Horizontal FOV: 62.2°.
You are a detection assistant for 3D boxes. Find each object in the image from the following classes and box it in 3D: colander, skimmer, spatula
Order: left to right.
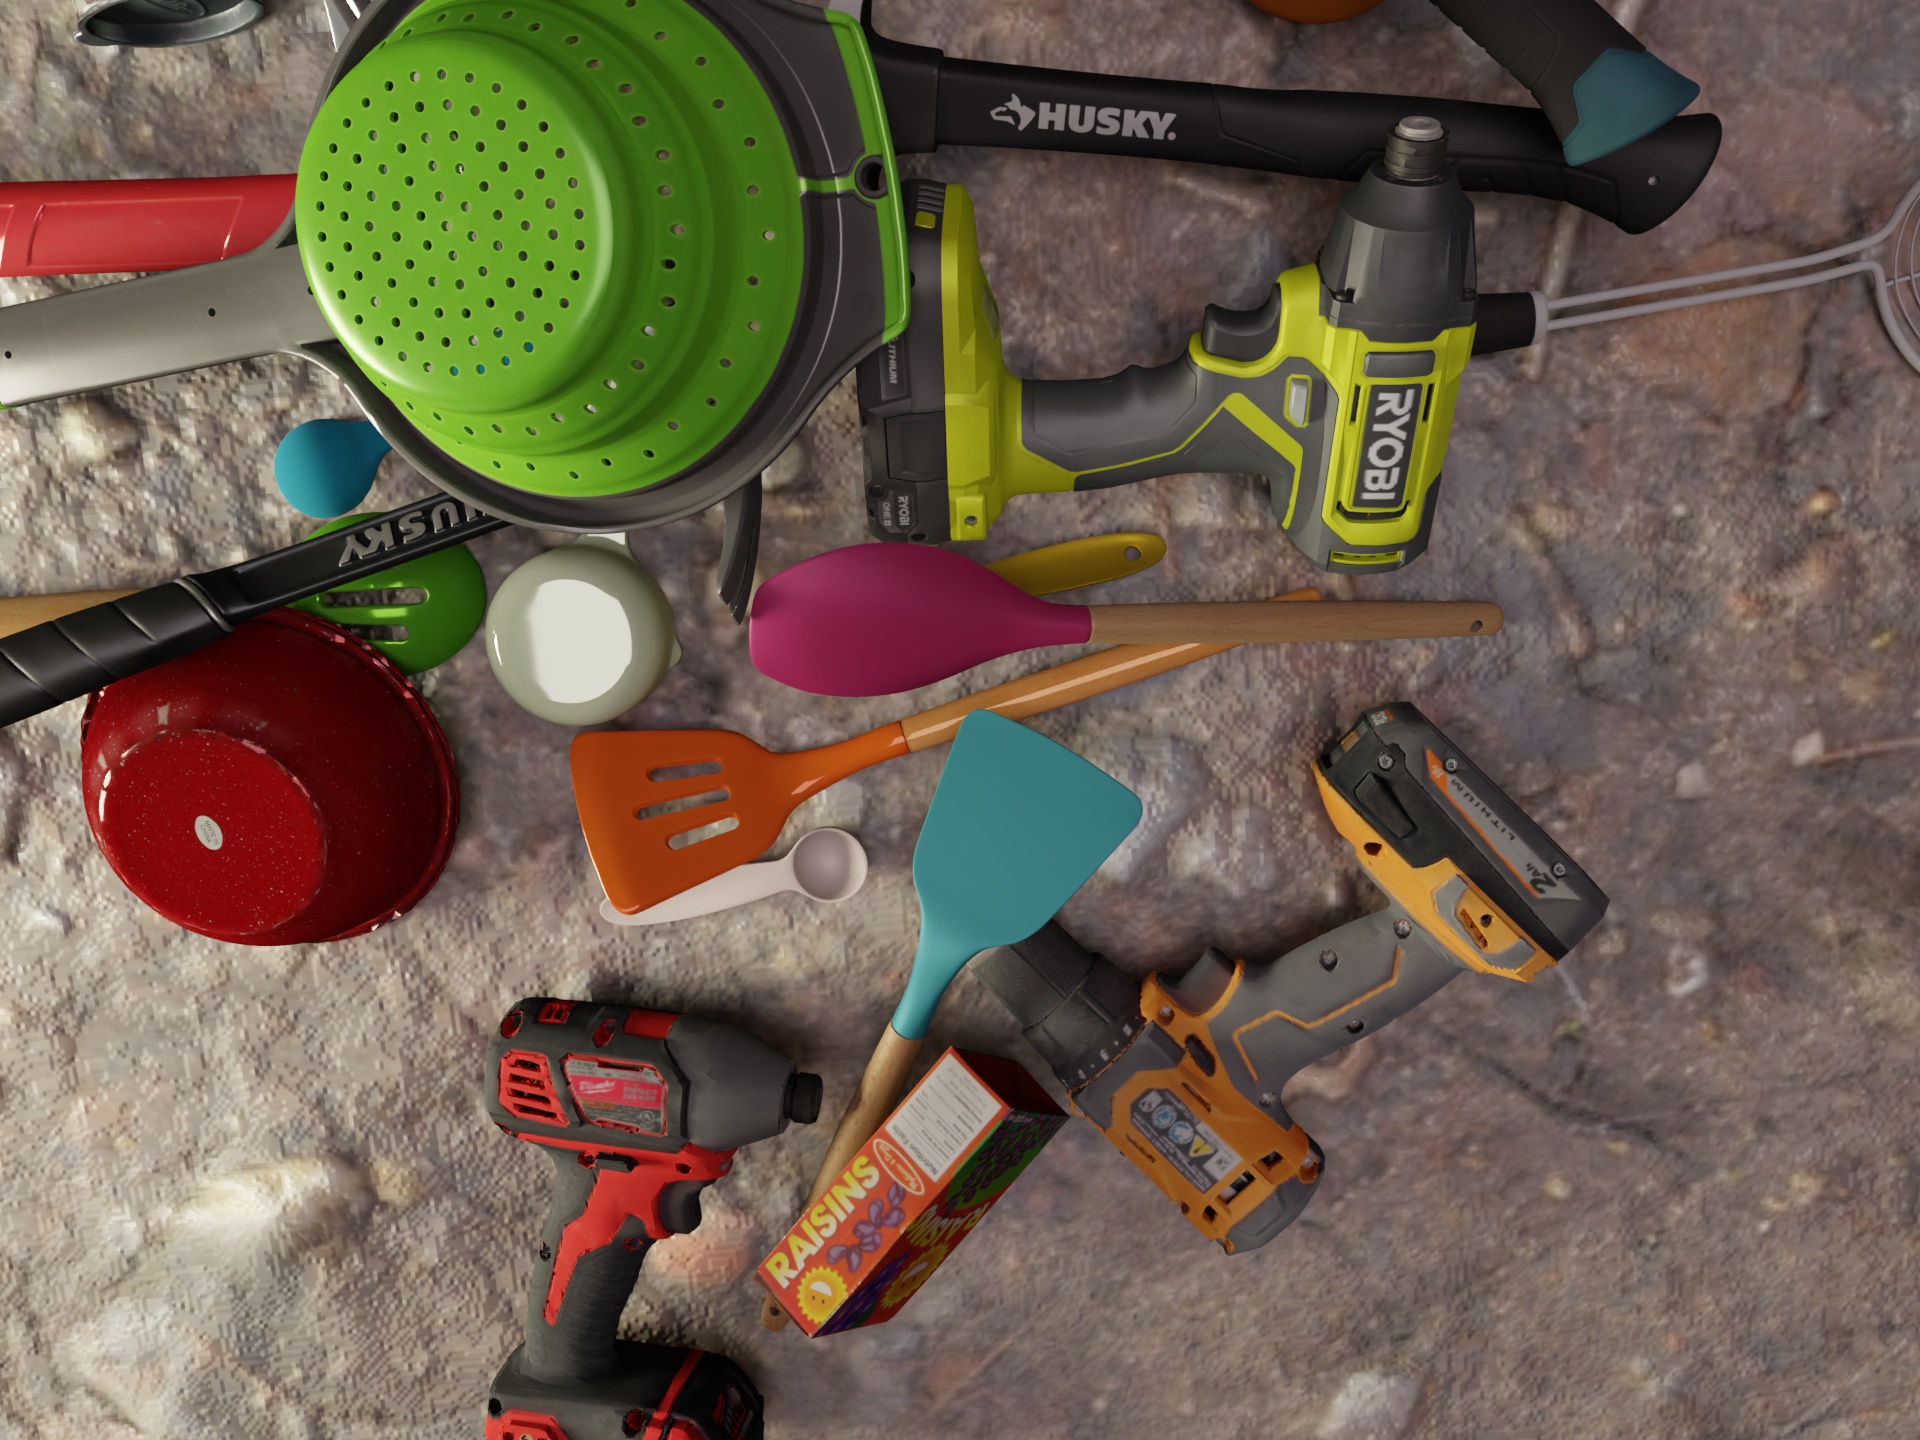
[{"bbox_3d":[-0.220,-0.148,0.535,0.397,0.094,0.204,-7,102,15],"label":"colander"},{"bbox_3d":[-0.025,0.148,0.685,0.082,0.044,0.317,30,115,12],"label":"spatula"},{"bbox_3d":[-0.001,-0.002,0.671,0.322,0.041,0.081,-18,76,1],"label":"spatula"},{"bbox_3d":[0.294,-0.153,0.618,0.363,0.090,0.127,-9,132,3],"label":"skimmer"}]

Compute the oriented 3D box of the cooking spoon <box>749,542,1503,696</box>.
[{"bbox_3d":[0.075,-0.039,0.639,0.318,0.017,0.068,-2,123,-14],"label":"cooking spoon"}]

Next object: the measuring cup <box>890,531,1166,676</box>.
[{"bbox_3d":[0.012,-0.051,0.668,0.156,0.029,0.062,-14,66,-10],"label":"measuring cup"}]

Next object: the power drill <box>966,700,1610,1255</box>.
[{"bbox_3d":[0.128,0.092,0.674,0.185,0.084,0.226,44,103,0],"label":"power drill"}]

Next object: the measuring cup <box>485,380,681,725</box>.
[{"bbox_3d":[-0.149,-0.077,0.655,0.083,0.038,0.167,14,101,-3],"label":"measuring cup"}]

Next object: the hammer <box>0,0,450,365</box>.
[{"bbox_3d":[-0.398,-0.203,0.612,0.386,0.038,0.143,-1,122,2],"label":"hammer"}]

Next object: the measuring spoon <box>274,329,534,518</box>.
[{"bbox_3d":[-0.227,-0.128,0.649,0.128,0.021,0.042,-32,80,3],"label":"measuring spoon"}]

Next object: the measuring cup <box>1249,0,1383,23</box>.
[{"bbox_3d":[0.130,-0.351,0.599,0.095,0.052,0.173,-11,91,2],"label":"measuring cup"}]

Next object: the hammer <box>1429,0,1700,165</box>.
[{"bbox_3d":[0.112,-0.307,0.533,0.331,0.033,0.128,42,108,-2],"label":"hammer"}]

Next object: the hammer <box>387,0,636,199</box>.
[{"bbox_3d":[-0.056,-0.308,0.589,0.331,0.129,0.031,-25,58,-3],"label":"hammer"}]

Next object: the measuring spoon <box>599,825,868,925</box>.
[{"bbox_3d":[-0.099,0.070,0.701,0.124,0.018,0.034,-12,102,9],"label":"measuring spoon"}]

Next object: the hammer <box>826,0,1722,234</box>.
[{"bbox_3d":[0.109,-0.226,0.591,0.335,0.035,0.146,6,128,2],"label":"hammer"}]

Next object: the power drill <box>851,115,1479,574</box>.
[{"bbox_3d":[0.075,-0.138,0.598,0.223,0.080,0.171,0,131,2],"label":"power drill"}]

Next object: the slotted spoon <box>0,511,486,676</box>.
[{"bbox_3d":[-0.359,-0.043,0.667,0.314,0.031,0.070,-4,98,2],"label":"slotted spoon"}]

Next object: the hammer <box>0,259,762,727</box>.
[{"bbox_3d":[-0.269,-0.046,0.608,0.409,0.036,0.149,-20,69,-1],"label":"hammer"}]

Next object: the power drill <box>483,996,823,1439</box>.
[{"bbox_3d":[-0.135,0.233,0.697,0.143,0.078,0.219,5,98,7],"label":"power drill"}]
